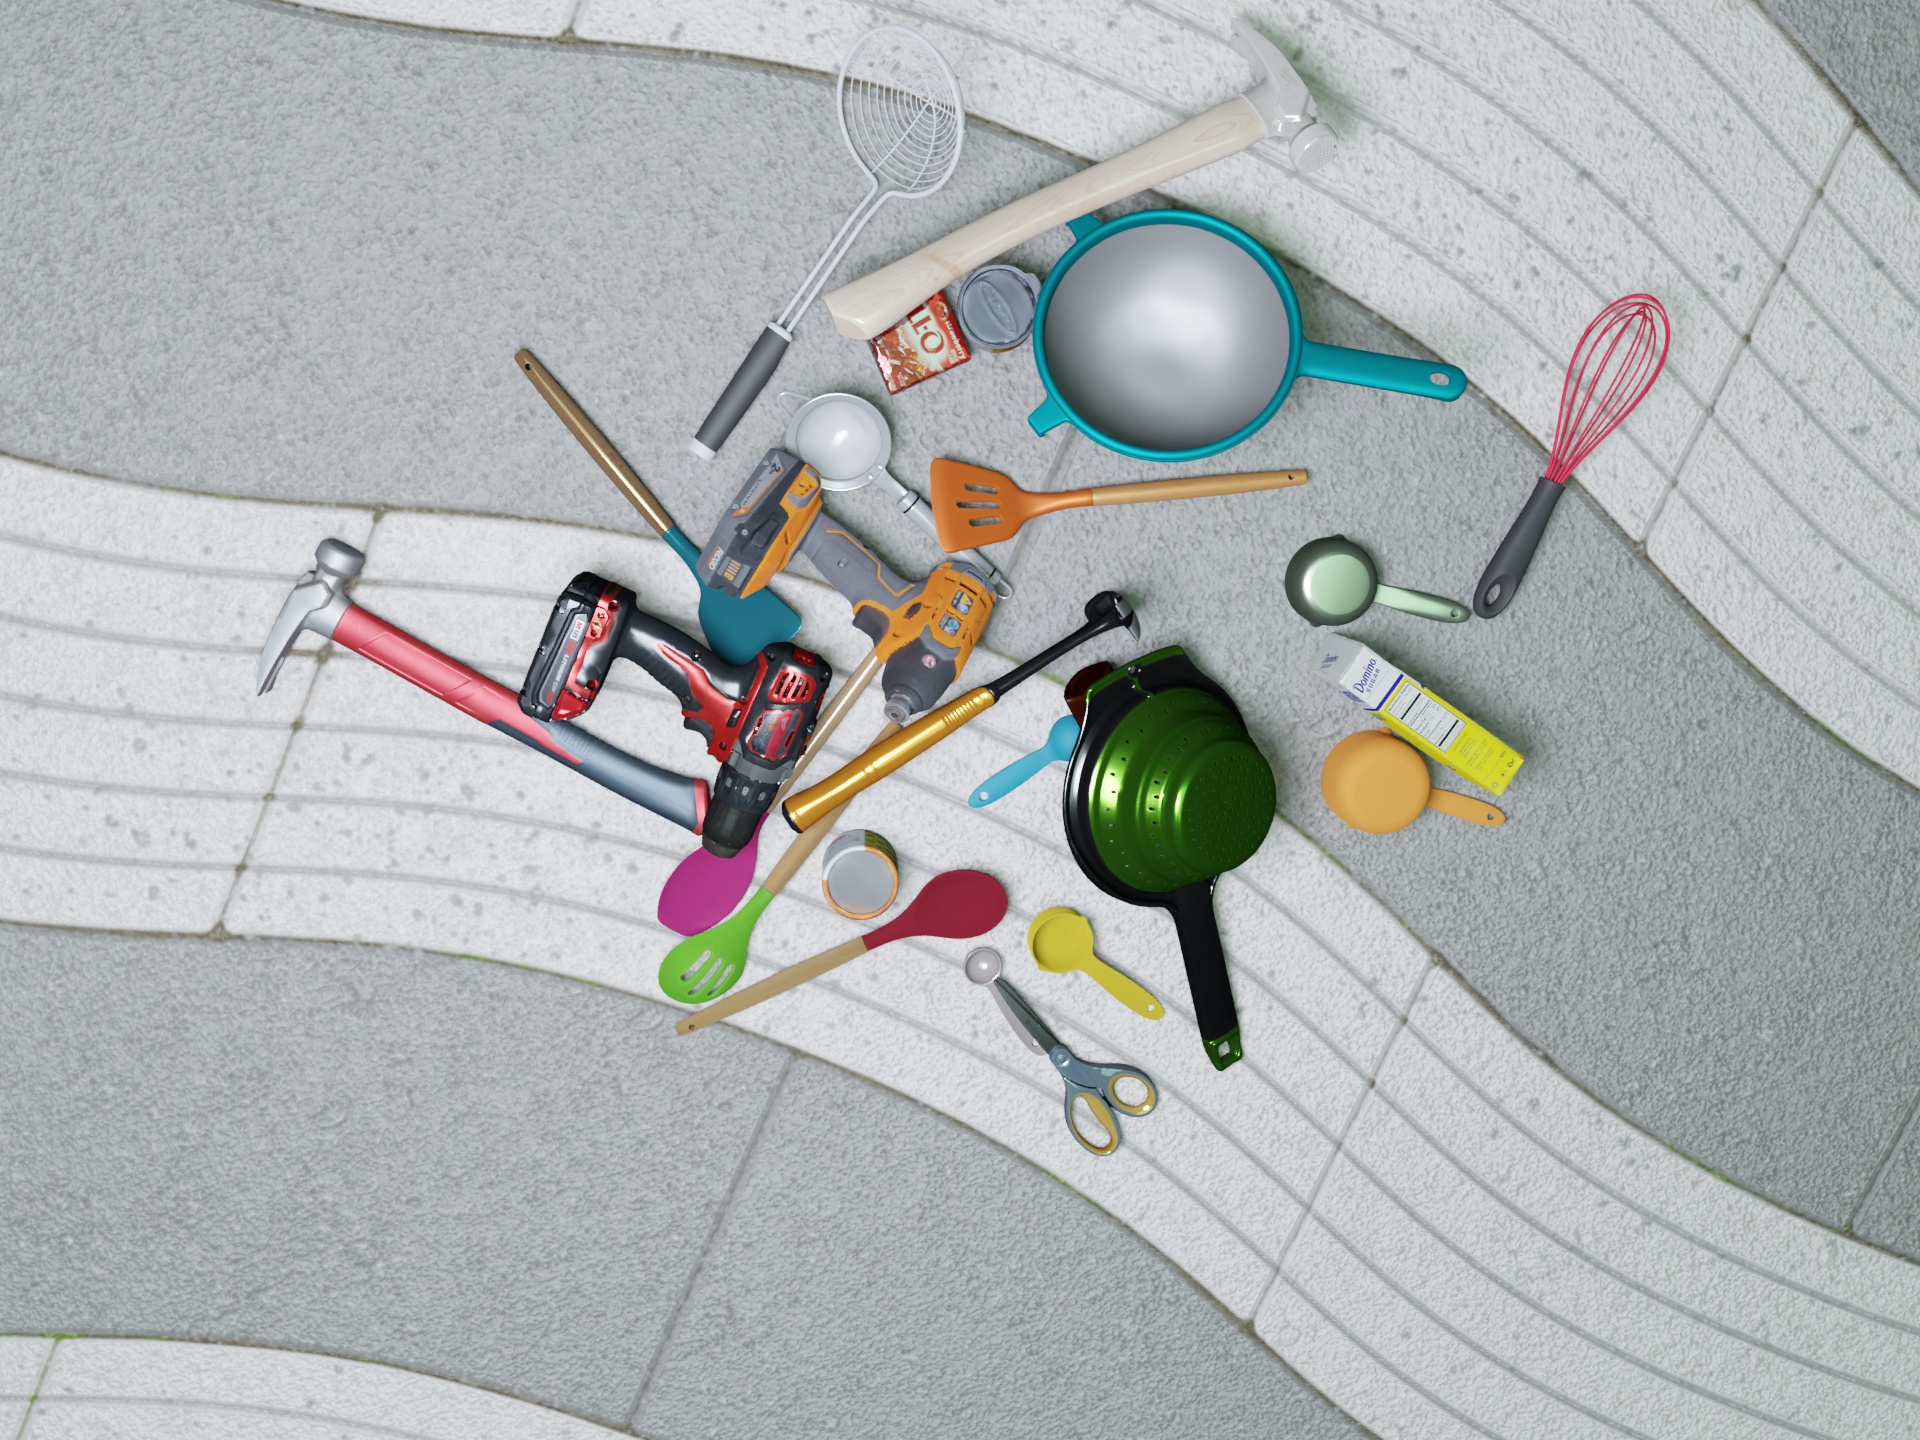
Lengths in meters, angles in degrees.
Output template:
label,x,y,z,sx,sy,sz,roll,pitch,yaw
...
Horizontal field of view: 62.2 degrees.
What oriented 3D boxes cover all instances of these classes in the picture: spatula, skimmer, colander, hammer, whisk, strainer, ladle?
label,x,y,z,sx,sy,sz,roll,pitch,yaw
spatula,0.135,-0.191,1.333,0.322,0.041,0.081,-6,84,-5
skimmer,-0.122,-0.368,1.259,0.127,0.090,0.363,38,98,18
colander,0.212,0.137,1.343,0.204,0.095,0.396,-26,112,-26
hammer,-0.002,-0.004,1.315,0.337,0.127,0.034,-32,99,3
whisk,0.512,-0.221,1.351,0.073,0.073,0.295,22,104,-8
strainer,-0.051,-0.188,1.322,0.258,0.050,0.087,42,114,-16
hammer,0.079,-0.414,1.248,0.410,0.038,0.146,-26,67,-2
ladle,-0.106,0.208,1.394,0.315,0.031,0.069,-25,109,2
hammer,-0.388,0.005,1.331,0.386,0.038,0.143,30,98,-9
strainer,0.225,-0.283,1.278,0.340,0.095,0.211,10,79,2
spatula,-0.258,-0.176,1.305,0.082,0.044,0.317,-38,100,9

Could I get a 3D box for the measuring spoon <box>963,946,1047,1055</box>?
label,x,y,z,sx,sy,sz,roll,pitch,yaw
measuring spoon,0.041,0.251,1.421,0.034,0.018,0.124,-35,107,-5

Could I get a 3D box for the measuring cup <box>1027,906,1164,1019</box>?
label,x,y,z,sx,sy,sz,roll,pitch,yaw
measuring cup,0.122,0.220,1.418,0.156,0.029,0.062,38,95,-21

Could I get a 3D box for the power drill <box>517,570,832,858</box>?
label,x,y,z,sx,sy,sz,roll,pitch,yaw
power drill,-0.236,-0.003,1.285,0.226,0.080,0.188,23,104,-10

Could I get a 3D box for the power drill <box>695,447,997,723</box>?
label,x,y,z,sx,sy,sz,roll,pitch,yaw
power drill,-0.092,-0.102,1.276,0.226,0.164,0.084,32,139,-8

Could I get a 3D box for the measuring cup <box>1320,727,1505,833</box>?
label,x,y,z,sx,sy,sz,roll,pitch,yaw
measuring cup,0.405,0.068,1.392,0.173,0.052,0.095,17,98,-5

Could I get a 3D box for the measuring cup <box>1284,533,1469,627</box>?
label,x,y,z,sx,sy,sz,roll,pitch,yaw
measuring cup,0.363,-0.107,1.365,0.167,0.038,0.083,14,99,-4

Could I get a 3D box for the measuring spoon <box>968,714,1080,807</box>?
label,x,y,z,sx,sy,sz,roll,pitch,yaw
measuring spoon,0.062,0.040,1.378,0.128,0.021,0.042,-33,101,0

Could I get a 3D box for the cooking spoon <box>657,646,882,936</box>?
label,x,y,z,sx,sy,sz,roll,pitch,yaw
cooking spoon,-0.154,0.055,1.366,0.068,0.017,0.319,35,96,-29

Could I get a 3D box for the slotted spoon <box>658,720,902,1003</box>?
label,x,y,z,sx,sy,sz,roll,pitch,yaw
slotted spoon,-0.151,0.125,1.374,0.070,0.031,0.314,37,93,-31
